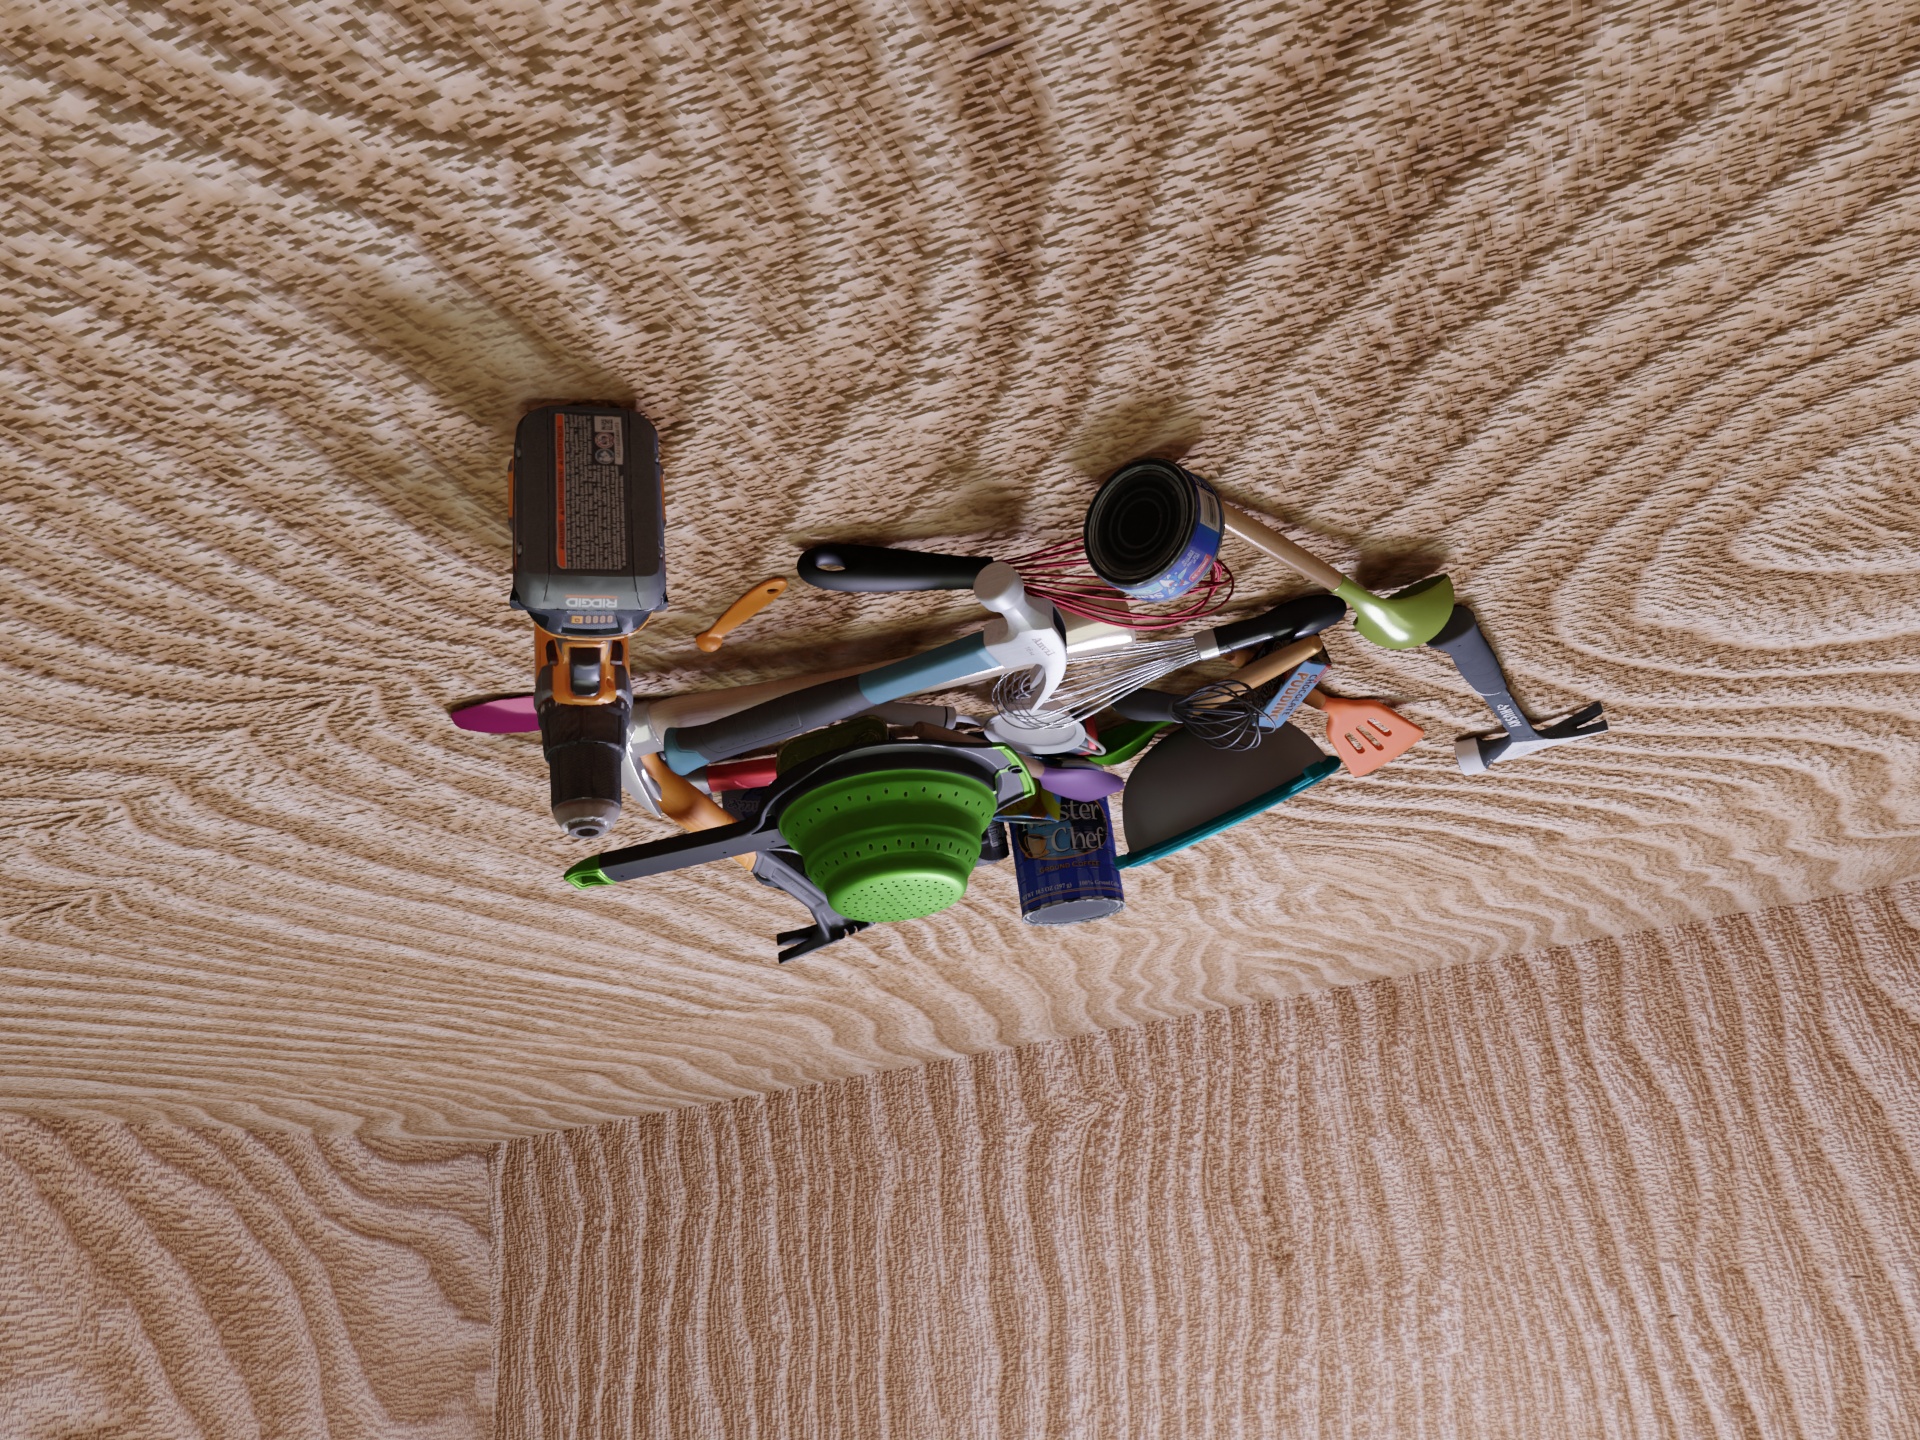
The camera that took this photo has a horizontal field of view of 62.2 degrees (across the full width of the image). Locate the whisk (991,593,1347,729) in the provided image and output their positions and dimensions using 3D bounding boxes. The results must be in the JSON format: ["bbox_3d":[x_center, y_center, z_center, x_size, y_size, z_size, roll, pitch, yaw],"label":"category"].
[{"bbox_3d":[0.161,-0.050,1.243,0.284,0.070,0.070,-16,159,9],"label":"whisk"}]

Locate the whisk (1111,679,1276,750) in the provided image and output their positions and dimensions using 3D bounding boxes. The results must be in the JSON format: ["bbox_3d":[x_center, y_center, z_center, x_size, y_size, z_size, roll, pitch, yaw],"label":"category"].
[{"bbox_3d":[0.178,-0.009,1.267,0.055,0.055,0.239,0,-176,-20],"label":"whisk"}]

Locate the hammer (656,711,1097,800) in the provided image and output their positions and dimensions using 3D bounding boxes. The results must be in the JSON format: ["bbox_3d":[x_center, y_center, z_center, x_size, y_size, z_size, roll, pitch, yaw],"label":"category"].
[{"bbox_3d":[-0.073,0.028,1.387,0.386,0.038,0.143,-7,159,-1],"label":"hammer"}]

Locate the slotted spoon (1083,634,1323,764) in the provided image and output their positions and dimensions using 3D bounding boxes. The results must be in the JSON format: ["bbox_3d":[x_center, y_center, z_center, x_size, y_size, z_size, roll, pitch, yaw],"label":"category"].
[{"bbox_3d":[0.198,-0.013,1.324,0.070,0.031,0.313,-34,-179,-32],"label":"slotted spoon"}]

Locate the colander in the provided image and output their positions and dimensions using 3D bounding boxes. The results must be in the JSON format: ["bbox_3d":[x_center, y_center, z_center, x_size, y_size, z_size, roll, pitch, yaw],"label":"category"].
[{"bbox_3d":[-0.132,0.118,1.273,0.397,0.095,0.204,-13,153,11],"label":"colander"}]

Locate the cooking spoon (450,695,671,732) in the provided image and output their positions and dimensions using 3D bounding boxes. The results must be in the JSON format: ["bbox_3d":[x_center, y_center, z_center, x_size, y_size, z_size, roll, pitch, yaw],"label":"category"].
[{"bbox_3d":[-0.236,-0.009,1.255,0.319,0.017,0.068,-4,161,-8],"label":"cooking spoon"}]

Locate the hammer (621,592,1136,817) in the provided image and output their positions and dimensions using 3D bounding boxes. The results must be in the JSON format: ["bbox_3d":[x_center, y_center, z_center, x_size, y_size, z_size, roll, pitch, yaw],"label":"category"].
[{"bbox_3d":[-0.070,-0.021,1.202,0.410,0.038,0.146,-12,137,4],"label":"hammer"}]

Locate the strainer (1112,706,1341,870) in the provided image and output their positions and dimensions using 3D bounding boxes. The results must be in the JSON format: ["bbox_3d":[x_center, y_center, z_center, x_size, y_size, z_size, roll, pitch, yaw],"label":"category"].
[{"bbox_3d":[0.240,0.040,1.478,0.211,0.095,0.340,-27,177,16],"label":"strainer"}]

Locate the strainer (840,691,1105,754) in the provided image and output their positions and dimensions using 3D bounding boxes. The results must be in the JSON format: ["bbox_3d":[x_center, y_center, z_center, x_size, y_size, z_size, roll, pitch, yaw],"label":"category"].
[{"bbox_3d":[-0.002,-0.004,1.325,0.258,0.050,0.086,4,155,-15],"label":"strainer"}]

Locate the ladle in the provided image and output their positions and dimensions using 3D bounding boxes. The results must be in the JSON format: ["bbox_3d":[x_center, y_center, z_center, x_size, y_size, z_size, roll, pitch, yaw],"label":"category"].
[{"bbox_3d":[0.246,-0.118,1.118,0.320,0.062,0.078,21,146,-40],"label":"ladle"}]

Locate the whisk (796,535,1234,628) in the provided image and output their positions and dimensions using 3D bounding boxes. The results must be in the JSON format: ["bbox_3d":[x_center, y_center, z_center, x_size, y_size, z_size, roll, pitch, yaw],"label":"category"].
[{"bbox_3d":[0.039,-0.097,1.059,0.295,0.073,0.073,1,159,-9],"label":"whisk"}]

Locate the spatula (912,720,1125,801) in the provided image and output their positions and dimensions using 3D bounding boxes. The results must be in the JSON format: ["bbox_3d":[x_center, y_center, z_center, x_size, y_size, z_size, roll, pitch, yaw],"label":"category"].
[{"bbox_3d":[0.055,0.037,1.367,0.060,0.018,0.315,-23,157,28],"label":"spatula"}]

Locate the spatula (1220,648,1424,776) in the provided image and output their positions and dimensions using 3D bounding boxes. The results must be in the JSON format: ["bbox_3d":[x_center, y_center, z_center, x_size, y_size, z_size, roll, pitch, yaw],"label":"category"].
[{"bbox_3d":[0.310,-0.016,1.402,0.081,0.041,0.322,-36,147,25],"label":"spatula"}]

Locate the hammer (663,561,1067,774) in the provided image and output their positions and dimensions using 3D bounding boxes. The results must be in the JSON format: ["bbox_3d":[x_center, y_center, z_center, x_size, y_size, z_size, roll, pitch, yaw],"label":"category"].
[{"bbox_3d":[-0.075,-0.019,1.105,0.331,0.033,0.128,-17,144,27],"label":"hammer"}]

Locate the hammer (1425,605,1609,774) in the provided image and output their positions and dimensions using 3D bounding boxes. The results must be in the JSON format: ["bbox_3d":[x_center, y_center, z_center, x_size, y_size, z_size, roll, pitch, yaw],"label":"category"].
[{"bbox_3d":[0.491,-0.027,1.448,0.149,0.036,0.408,-18,158,23],"label":"hammer"}]

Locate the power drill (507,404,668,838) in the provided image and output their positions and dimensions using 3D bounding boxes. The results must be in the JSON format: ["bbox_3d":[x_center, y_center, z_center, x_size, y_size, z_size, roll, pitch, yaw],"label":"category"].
[{"bbox_3d":[-0.216,-0.049,0.914,0.084,0.185,0.226,0,156,-15],"label":"power drill"}]

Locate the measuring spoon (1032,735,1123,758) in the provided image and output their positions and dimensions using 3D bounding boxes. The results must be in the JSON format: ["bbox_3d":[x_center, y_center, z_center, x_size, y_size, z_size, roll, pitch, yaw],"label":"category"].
[{"bbox_3d":[0.097,0.023,1.478,0.128,0.021,0.042,2,171,0],"label":"measuring spoon"}]

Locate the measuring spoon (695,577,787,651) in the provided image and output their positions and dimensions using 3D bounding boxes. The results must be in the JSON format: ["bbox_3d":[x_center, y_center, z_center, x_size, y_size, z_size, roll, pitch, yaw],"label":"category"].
[{"bbox_3d":[-0.154,-0.072,1.119,0.021,0.011,0.117,8,155,-36],"label":"measuring spoon"}]

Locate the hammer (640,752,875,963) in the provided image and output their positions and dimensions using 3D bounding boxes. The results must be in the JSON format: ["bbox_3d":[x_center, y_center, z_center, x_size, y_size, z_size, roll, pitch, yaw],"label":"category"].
[{"bbox_3d":[-0.198,0.108,1.374,0.127,0.034,0.336,-27,136,18],"label":"hammer"}]

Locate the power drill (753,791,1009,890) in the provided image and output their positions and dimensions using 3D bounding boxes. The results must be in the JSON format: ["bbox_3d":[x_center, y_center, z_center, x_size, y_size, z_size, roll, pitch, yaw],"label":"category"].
[{"bbox_3d":[-0.080,0.118,1.524,0.228,0.080,0.190,-12,177,11],"label":"power drill"}]
